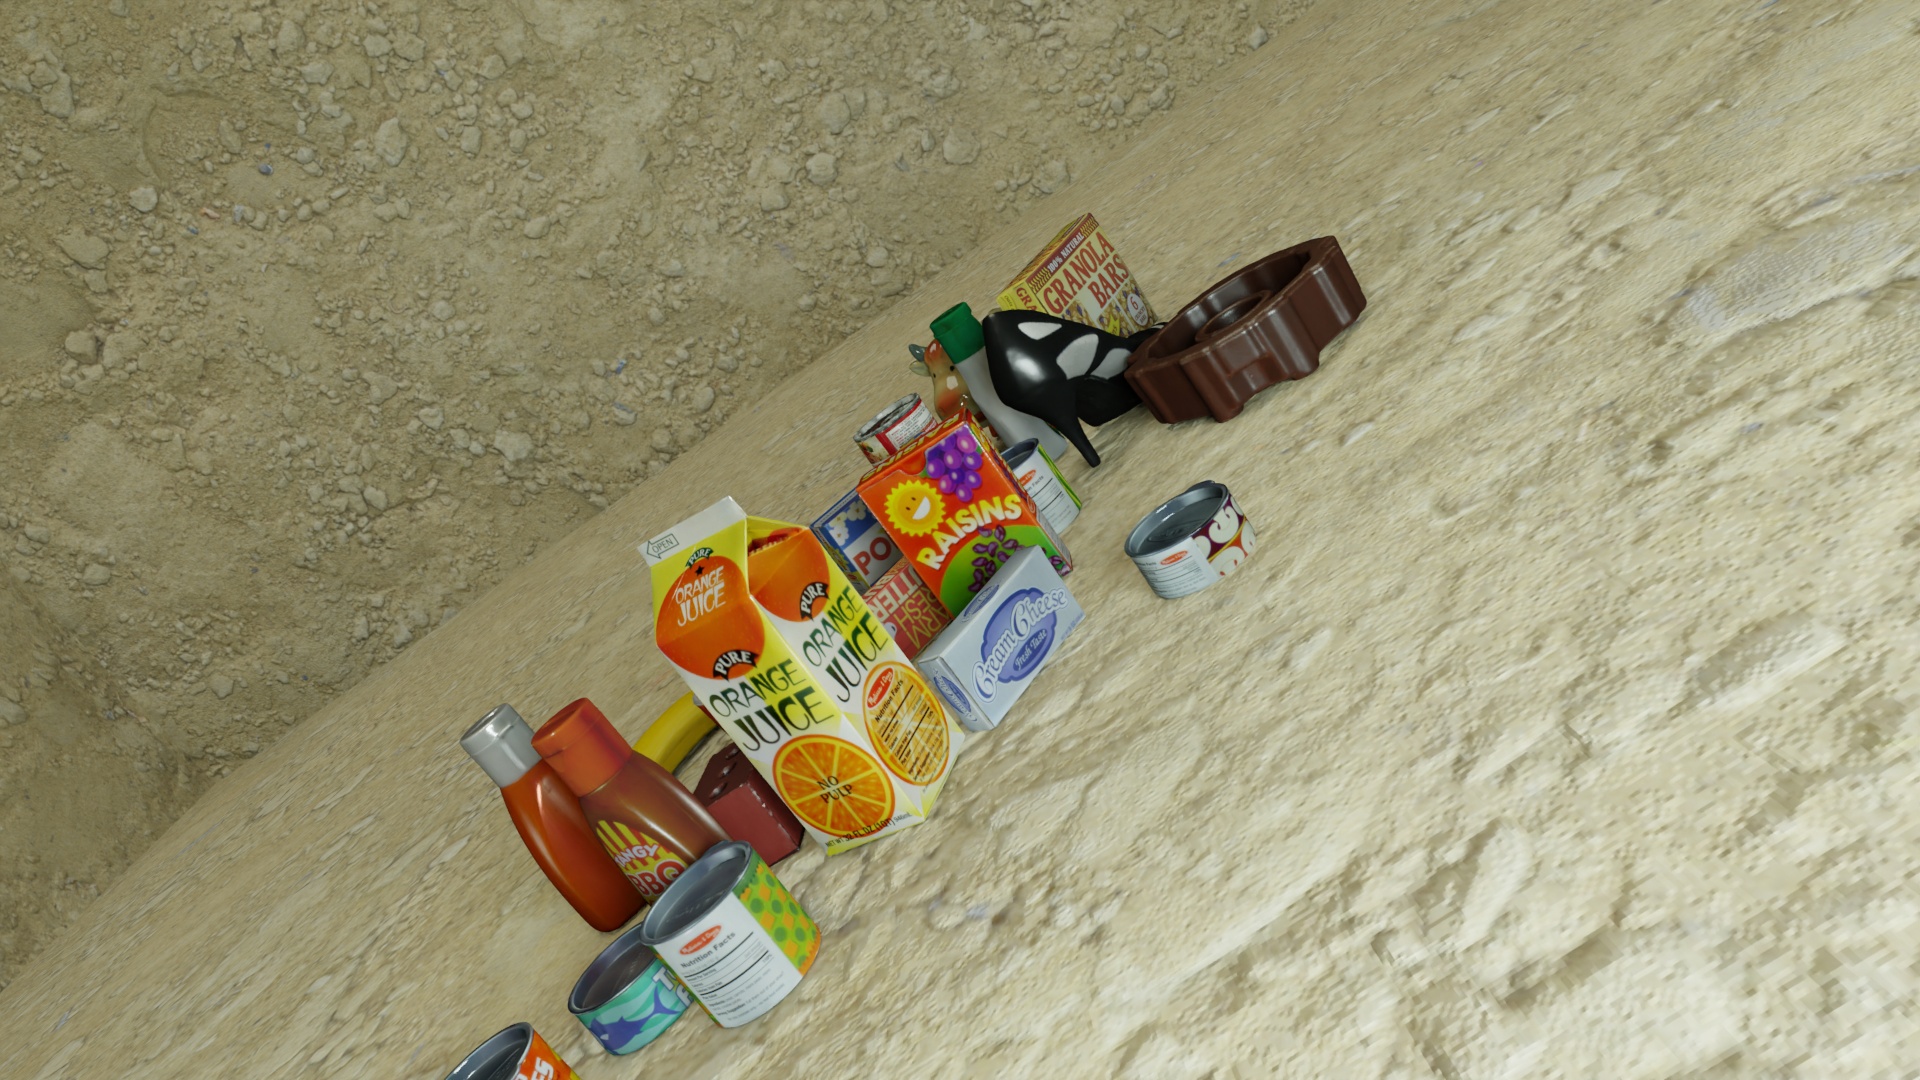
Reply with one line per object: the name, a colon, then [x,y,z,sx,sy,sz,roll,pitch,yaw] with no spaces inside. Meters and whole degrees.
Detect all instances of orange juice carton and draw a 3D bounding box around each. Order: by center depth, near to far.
orange juice carton: [-0.087,0.065,0.731,0.071,0.192,0.073,-27,17,31]

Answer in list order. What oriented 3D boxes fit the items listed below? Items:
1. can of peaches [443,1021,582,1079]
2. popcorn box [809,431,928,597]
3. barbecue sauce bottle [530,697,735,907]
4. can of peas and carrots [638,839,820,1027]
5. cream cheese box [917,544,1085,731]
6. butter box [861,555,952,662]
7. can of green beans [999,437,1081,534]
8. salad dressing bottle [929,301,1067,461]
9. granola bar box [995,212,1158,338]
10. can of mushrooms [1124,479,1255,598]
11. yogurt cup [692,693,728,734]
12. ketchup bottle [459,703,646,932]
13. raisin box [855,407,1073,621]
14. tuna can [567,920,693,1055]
can of peaches: [-0.203,0.266,0.634,0.071,0.058,0.071,-33,15,10]
popcorn box: [-0.044,-0.016,1.092,0.127,0.085,0.038,-42,16,-22]
barbecue sauce bottle: [-0.163,0.149,0.727,0.064,0.148,0.044,-26,18,35]
can of peas and carrots: [-0.109,0.187,0.667,0.071,0.058,0.071,-33,15,10]
cream cheese box: [0.025,0.054,0.785,0.024,0.053,0.104,-17,23,51]
butter box: [-0.046,0.056,0.938,0.104,0.053,0.024,-44,17,-29]
can of green beans: [0.044,-0.031,0.994,0.071,0.057,0.071,-33,15,10]
salad dressing bottle: [0.030,-0.126,1.139,0.044,0.147,0.064,-35,15,4]
granola bar box: [0.111,-0.213,1.273,0.039,0.124,0.166,-24,19,39]
can of mushrooms: [0.128,-0.001,0.768,0.071,0.033,0.071,-33,15,10]
yogurt cup: [-0.148,0.112,0.989,0.072,0.054,0.072,-33,15,10]
ketchup bottle: [-0.243,0.166,0.849,0.043,0.148,0.065,-19,22,48]
raisin box: [0.003,-0.011,0.898,0.086,0.123,0.040,-32,15,14]
tuna can: [-0.163,0.227,0.713,0.071,0.032,0.071,-33,15,10]
